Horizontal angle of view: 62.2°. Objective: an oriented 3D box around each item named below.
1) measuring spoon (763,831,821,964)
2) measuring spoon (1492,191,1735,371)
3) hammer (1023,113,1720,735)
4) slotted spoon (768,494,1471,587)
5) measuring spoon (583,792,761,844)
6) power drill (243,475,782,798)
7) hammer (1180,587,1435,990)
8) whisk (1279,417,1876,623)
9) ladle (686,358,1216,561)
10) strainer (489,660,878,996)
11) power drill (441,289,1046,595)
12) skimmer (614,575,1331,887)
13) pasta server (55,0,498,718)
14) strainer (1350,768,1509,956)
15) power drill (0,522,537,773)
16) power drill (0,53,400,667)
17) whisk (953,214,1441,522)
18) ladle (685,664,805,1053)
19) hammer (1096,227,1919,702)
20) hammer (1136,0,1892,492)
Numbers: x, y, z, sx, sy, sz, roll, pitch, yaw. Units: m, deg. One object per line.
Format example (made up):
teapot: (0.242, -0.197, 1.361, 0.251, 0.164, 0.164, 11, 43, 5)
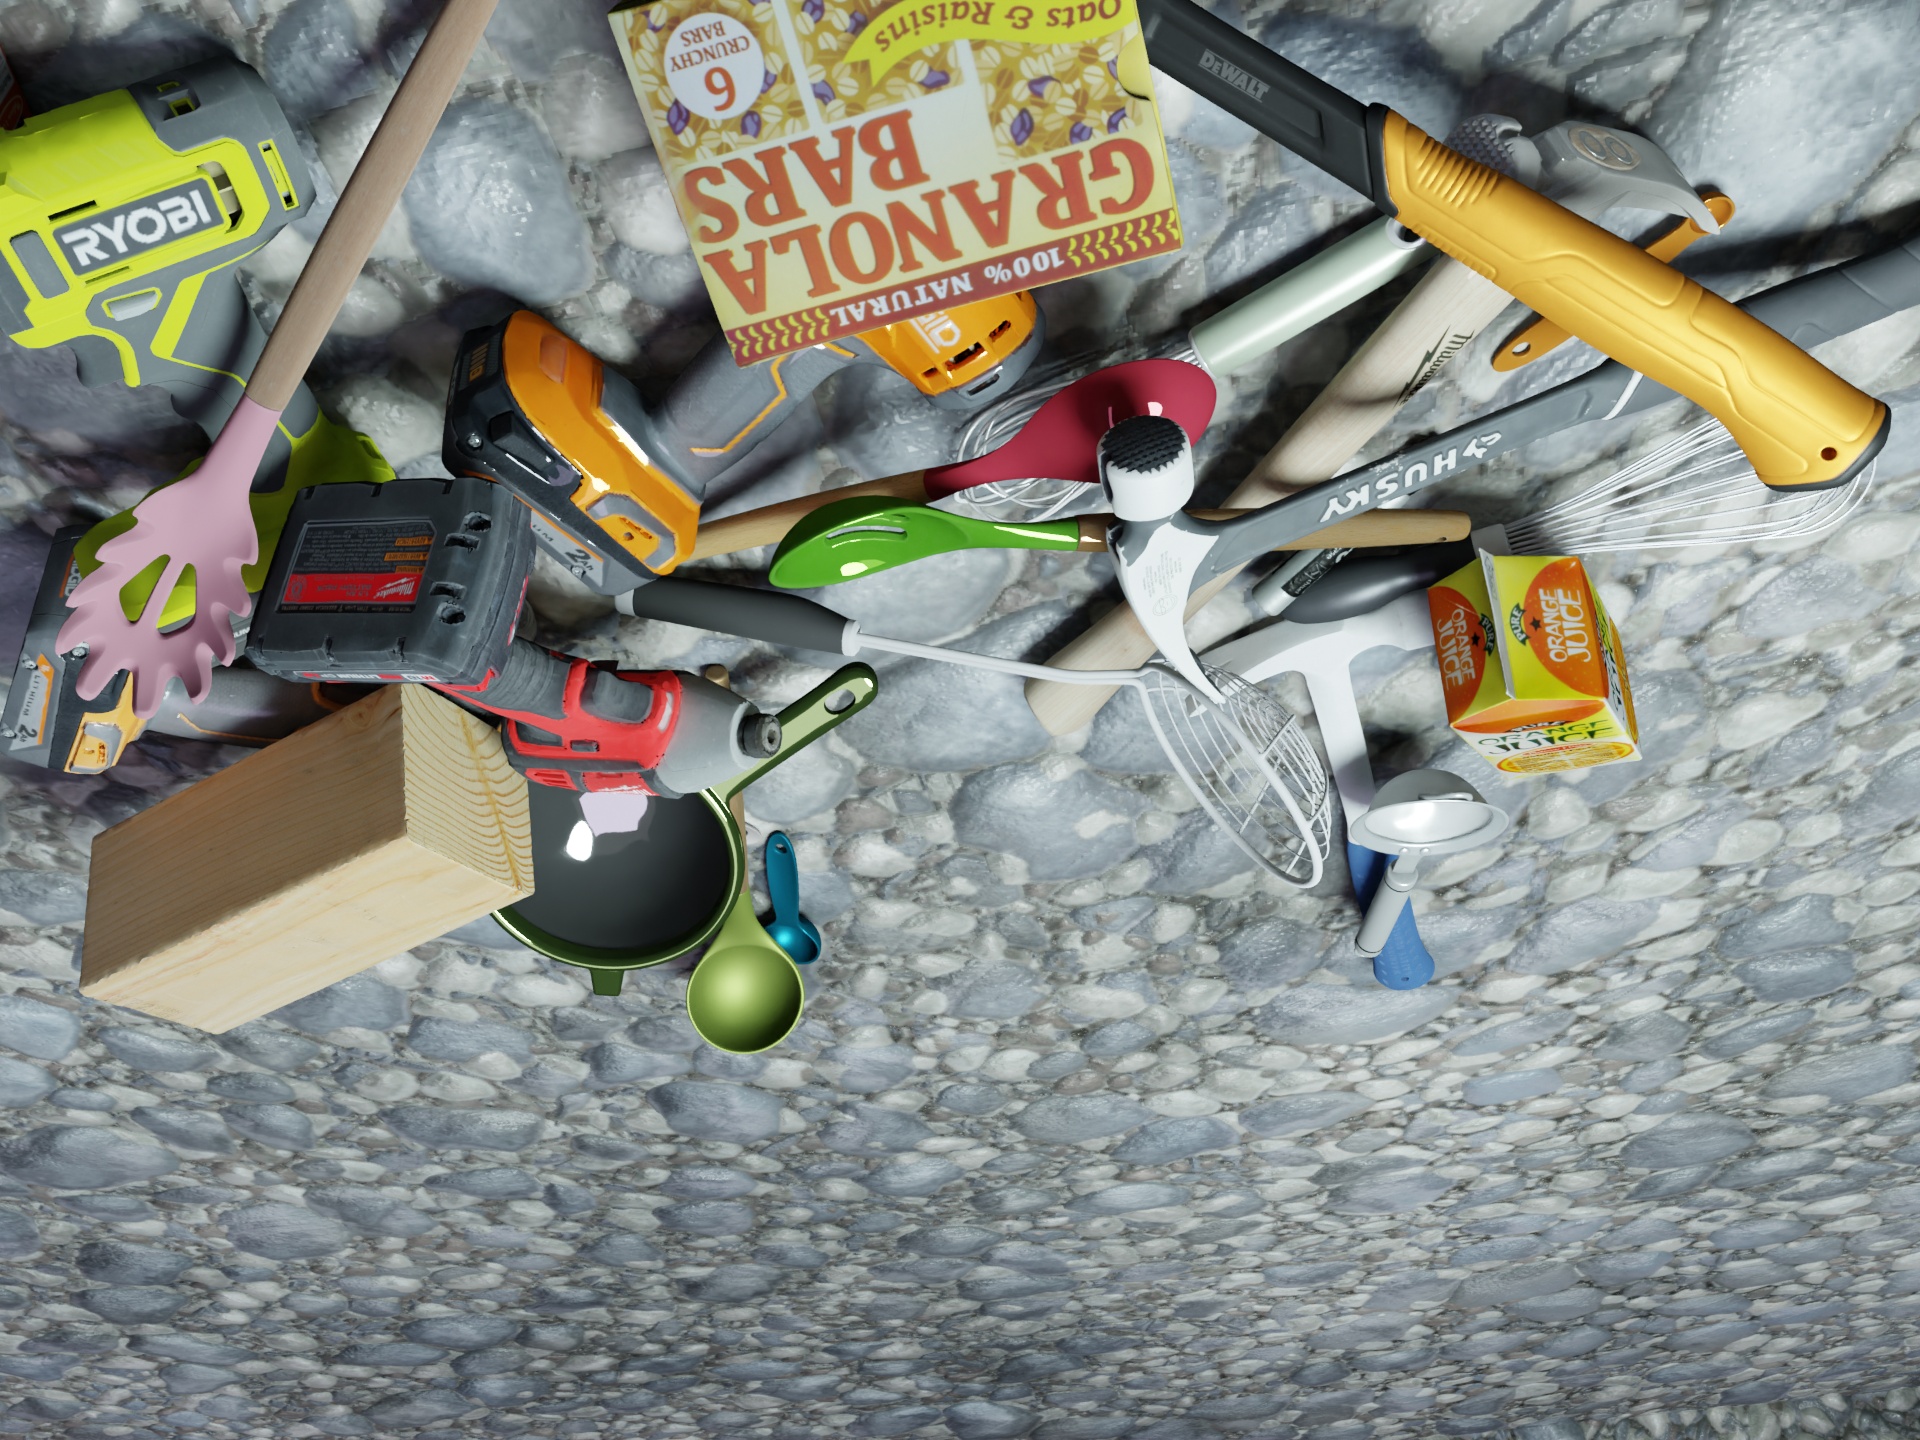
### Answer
measuring spoon: (-0.111, 0.112, 1.038, 0.042, 0.021, 0.128, 11, 134, 11)
measuring spoon: (0.280, -0.190, 0.690, 0.021, 0.011, 0.117, 20, 140, -34)
hammer: (0.156, -0.109, 0.744, 0.146, 0.038, 0.410, -6, 153, -35)
slotted spoon: (0.074, -0.081, 0.687, 0.313, 0.031, 0.070, -3, 165, -11)
measuring spoon: (-0.171, 0.052, 0.959, 0.124, 0.018, 0.034, 22, 124, -39)
power drill: (-0.182, -0.021, 0.697, 0.143, 0.079, 0.219, 2, 161, 26)
hammer: (0.246, 0.065, 0.988, 0.144, 0.035, 0.405, -14, 141, 13)
whisk: (0.294, -0.093, 0.780, 0.284, 0.070, 0.070, -15, 141, 22)
ladle: (-0.035, -0.101, 0.707, 0.315, 0.031, 0.069, -9, 154, 31)
strainer: (-0.150, 0.033, 0.869, 0.256, 0.069, 0.151, -33, 115, 14)
power drill: (-0.100, -0.158, 0.643, 0.226, 0.084, 0.164, -26, 136, 20)
skimmer: (-0.001, -0.002, 0.763, 0.363, 0.090, 0.127, 11, 162, 8)
pasta server: (-0.245, -0.138, 0.586, 0.060, 0.040, 0.316, 26, 108, -32)
strainer: (0.266, 0.088, 0.959, 0.087, 0.050, 0.258, 1, 148, 2)
power drill: (-0.336, -0.024, 0.793, 0.226, 0.084, 0.185, 16, 138, -30)
power drill: (-0.318, -0.127, 0.623, 0.171, 0.080, 0.223, -29, 147, -19)
whisk: (0.100, -0.155, 0.694, 0.246, 0.058, 0.059, -27, 171, 23)
ladle: (-0.137, 0.094, 0.964, 0.078, 0.062, 0.319, -3, 136, -6)
hammer: (0.253, -0.126, 0.656, 0.409, 0.036, 0.149, -22, 140, -4)
hammer: (0.170, -0.185, 0.542, 0.337, 0.034, 0.127, 32, 135, 1)
